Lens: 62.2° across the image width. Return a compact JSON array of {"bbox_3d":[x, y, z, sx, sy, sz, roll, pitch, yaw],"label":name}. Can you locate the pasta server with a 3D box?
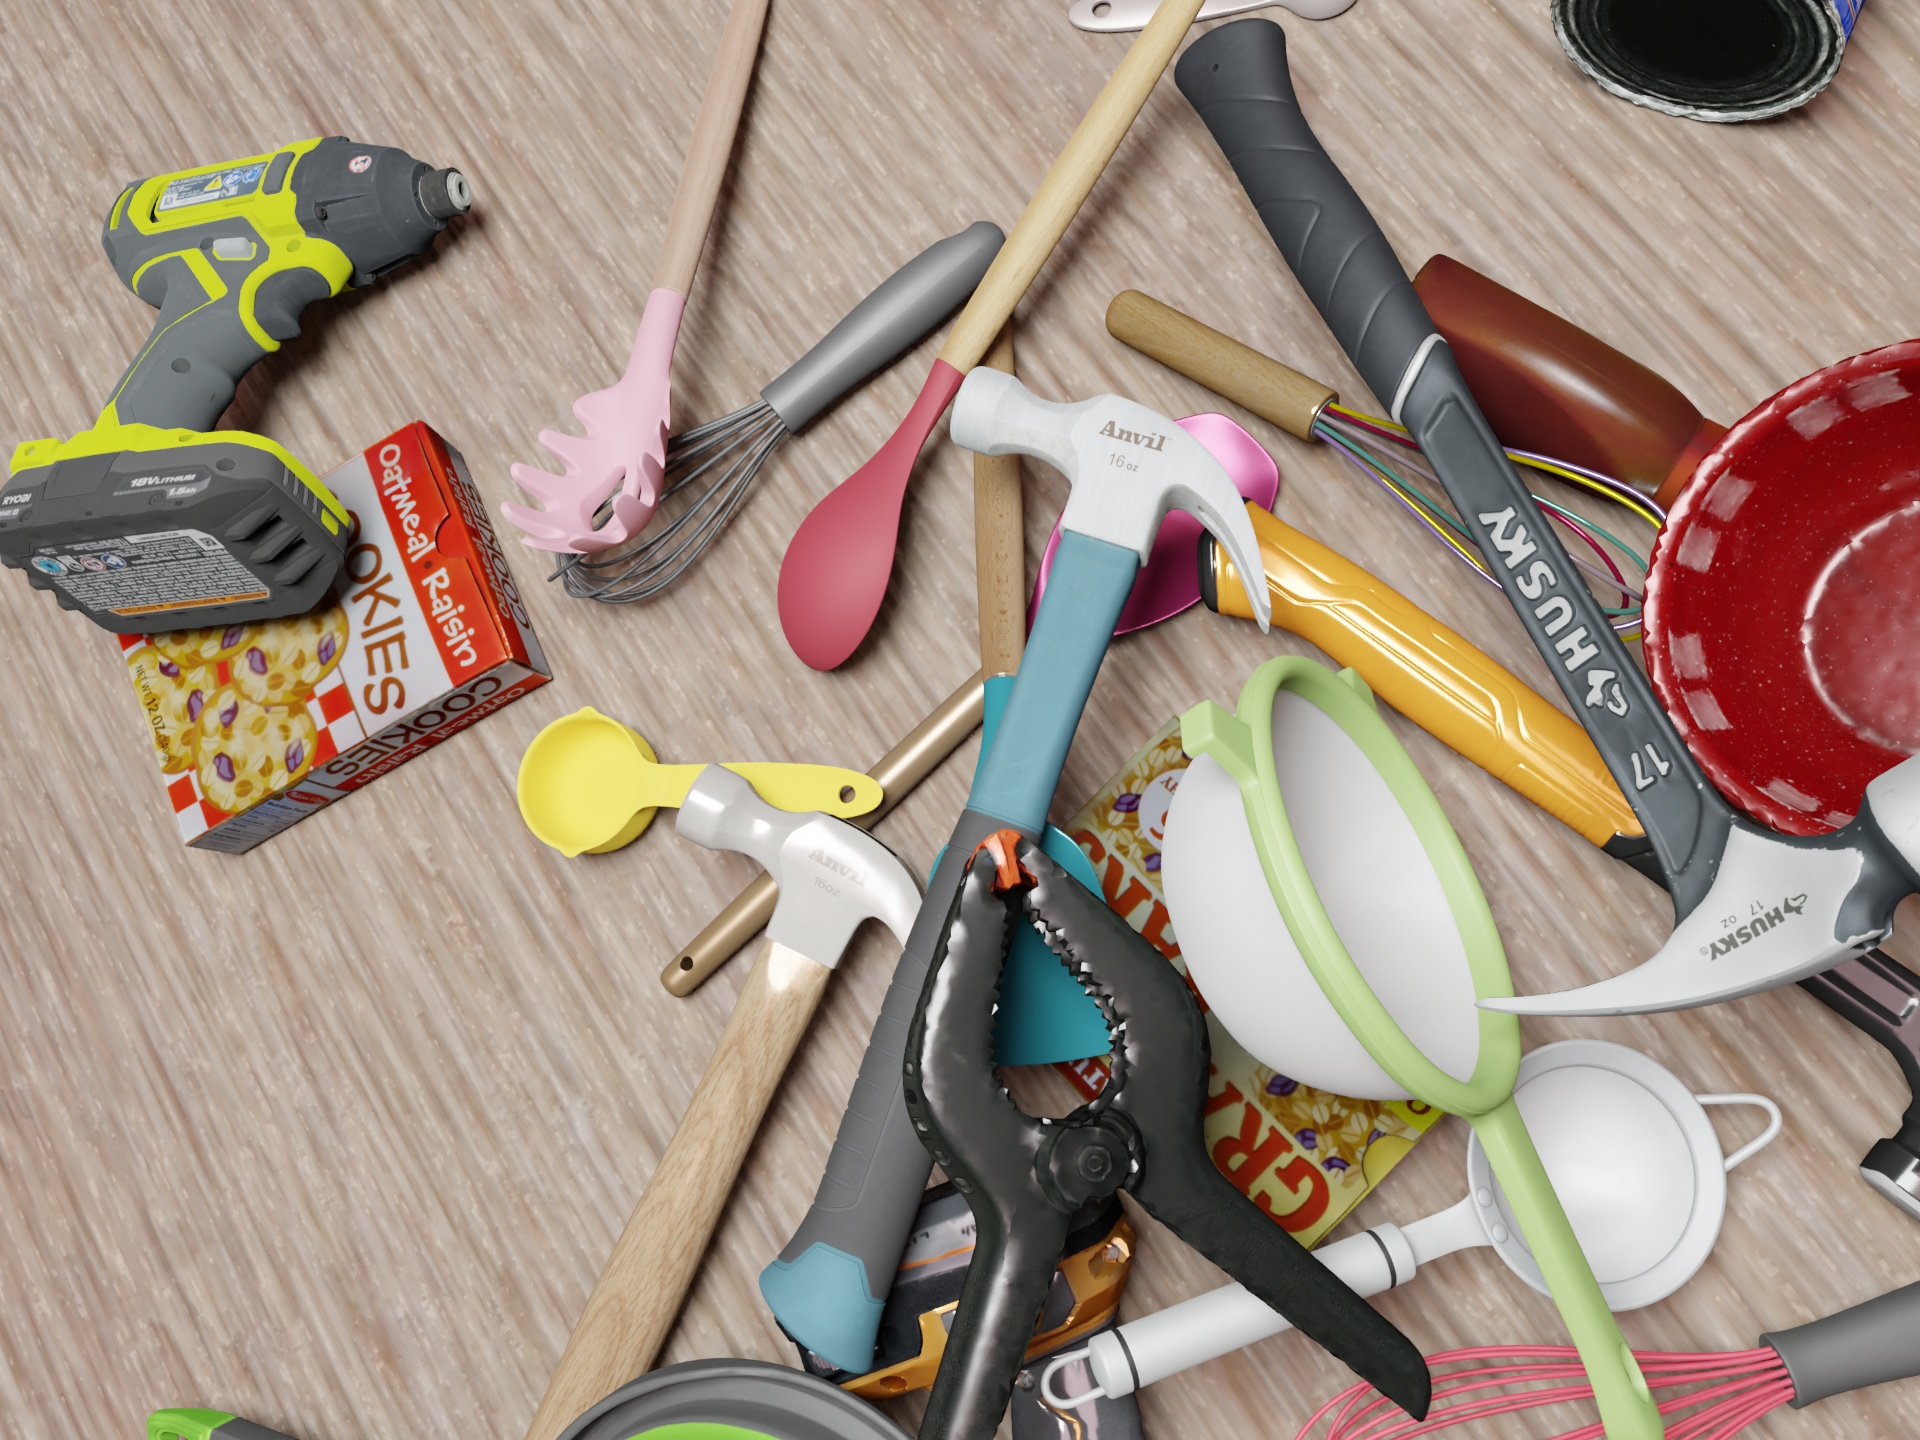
[{"bbox_3d":[-0.119,-0.202,0.658,0.060,0.040,0.316,0,66,24],"label":"pasta server"}]

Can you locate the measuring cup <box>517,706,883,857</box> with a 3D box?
[{"bbox_3d":[-0.103,0.029,0.643,0.156,0.029,0.062,2,80,14],"label":"measuring cup"}]

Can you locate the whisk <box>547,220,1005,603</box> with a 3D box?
[{"bbox_3d":[-0.076,-0.130,0.662,0.239,0.055,0.055,-39,73,0],"label":"whisk"}]

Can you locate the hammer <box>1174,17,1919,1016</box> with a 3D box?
[{"bbox_3d":[0.158,-0.094,0.527,0.149,0.036,0.409,-44,53,35],"label":"hammer"}]

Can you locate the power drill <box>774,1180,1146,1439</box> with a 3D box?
[{"bbox_3d":[0.011,0.279,0.544,0.185,0.084,0.226,-25,79,10],"label":"power drill"}]

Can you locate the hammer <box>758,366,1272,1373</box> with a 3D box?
[{"bbox_3d":[0.008,0.047,0.531,0.128,0.033,0.331,18,81,13],"label":"hammer"}]

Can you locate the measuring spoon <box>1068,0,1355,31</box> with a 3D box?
[{"bbox_3d":[0.105,-0.307,0.666,0.124,0.018,0.034,-3,79,14],"label":"measuring spoon"}]

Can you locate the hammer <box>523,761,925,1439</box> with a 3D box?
[{"bbox_3d":[-0.107,0.191,0.600,0.130,0.031,0.331,25,90,4],"label":"hammer"}]

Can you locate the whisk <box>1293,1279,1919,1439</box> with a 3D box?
[{"bbox_3d":[0.245,0.216,0.511,0.296,0.073,0.073,-18,75,3],"label":"whisk"}]

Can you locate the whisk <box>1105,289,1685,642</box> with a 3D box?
[{"bbox_3d":[0.152,-0.099,0.593,0.245,0.047,0.051,35,62,25],"label":"whisk"}]

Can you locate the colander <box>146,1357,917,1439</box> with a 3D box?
[{"bbox_3d":[-0.155,0.307,0.521,0.397,0.094,0.204,6,94,24],"label":"colander"}]

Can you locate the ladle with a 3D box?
[{"bbox_3d":[0.012,-0.160,0.627,0.315,0.031,0.069,-58,41,5],"label":"ladle"}]

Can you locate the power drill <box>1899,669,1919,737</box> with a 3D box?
[{"bbox_3d":[0.429,-0.002,0.497,0.227,0.084,0.164,43,92,22],"label":"power drill"}]

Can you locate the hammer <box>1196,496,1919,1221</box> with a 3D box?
[{"bbox_3d":[0.229,0.020,0.556,0.337,0.034,0.127,37,90,15],"label":"hammer"}]

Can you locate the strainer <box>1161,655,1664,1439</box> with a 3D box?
[{"bbox_3d":[0.131,0.107,0.495,0.069,0.151,0.256,-28,81,30],"label":"strainer"}]

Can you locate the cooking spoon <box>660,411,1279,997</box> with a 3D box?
[{"bbox_3d":[-0.001,-0.002,0.631,0.319,0.017,0.069,-43,76,2],"label":"cooking spoon"}]

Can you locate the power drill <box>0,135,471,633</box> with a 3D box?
[{"bbox_3d":[-0.306,-0.155,0.682,0.171,0.080,0.223,-5,60,15],"label":"power drill"}]

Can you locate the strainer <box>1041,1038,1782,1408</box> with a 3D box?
[{"bbox_3d":[0.145,0.170,0.518,0.258,0.050,0.087,-16,77,-13],"label":"strainer"}]

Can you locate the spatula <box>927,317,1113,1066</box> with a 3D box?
[{"bbox_3d":[0.018,-0.032,0.606,0.082,0.044,0.318,-10,63,19],"label":"spatula"}]
